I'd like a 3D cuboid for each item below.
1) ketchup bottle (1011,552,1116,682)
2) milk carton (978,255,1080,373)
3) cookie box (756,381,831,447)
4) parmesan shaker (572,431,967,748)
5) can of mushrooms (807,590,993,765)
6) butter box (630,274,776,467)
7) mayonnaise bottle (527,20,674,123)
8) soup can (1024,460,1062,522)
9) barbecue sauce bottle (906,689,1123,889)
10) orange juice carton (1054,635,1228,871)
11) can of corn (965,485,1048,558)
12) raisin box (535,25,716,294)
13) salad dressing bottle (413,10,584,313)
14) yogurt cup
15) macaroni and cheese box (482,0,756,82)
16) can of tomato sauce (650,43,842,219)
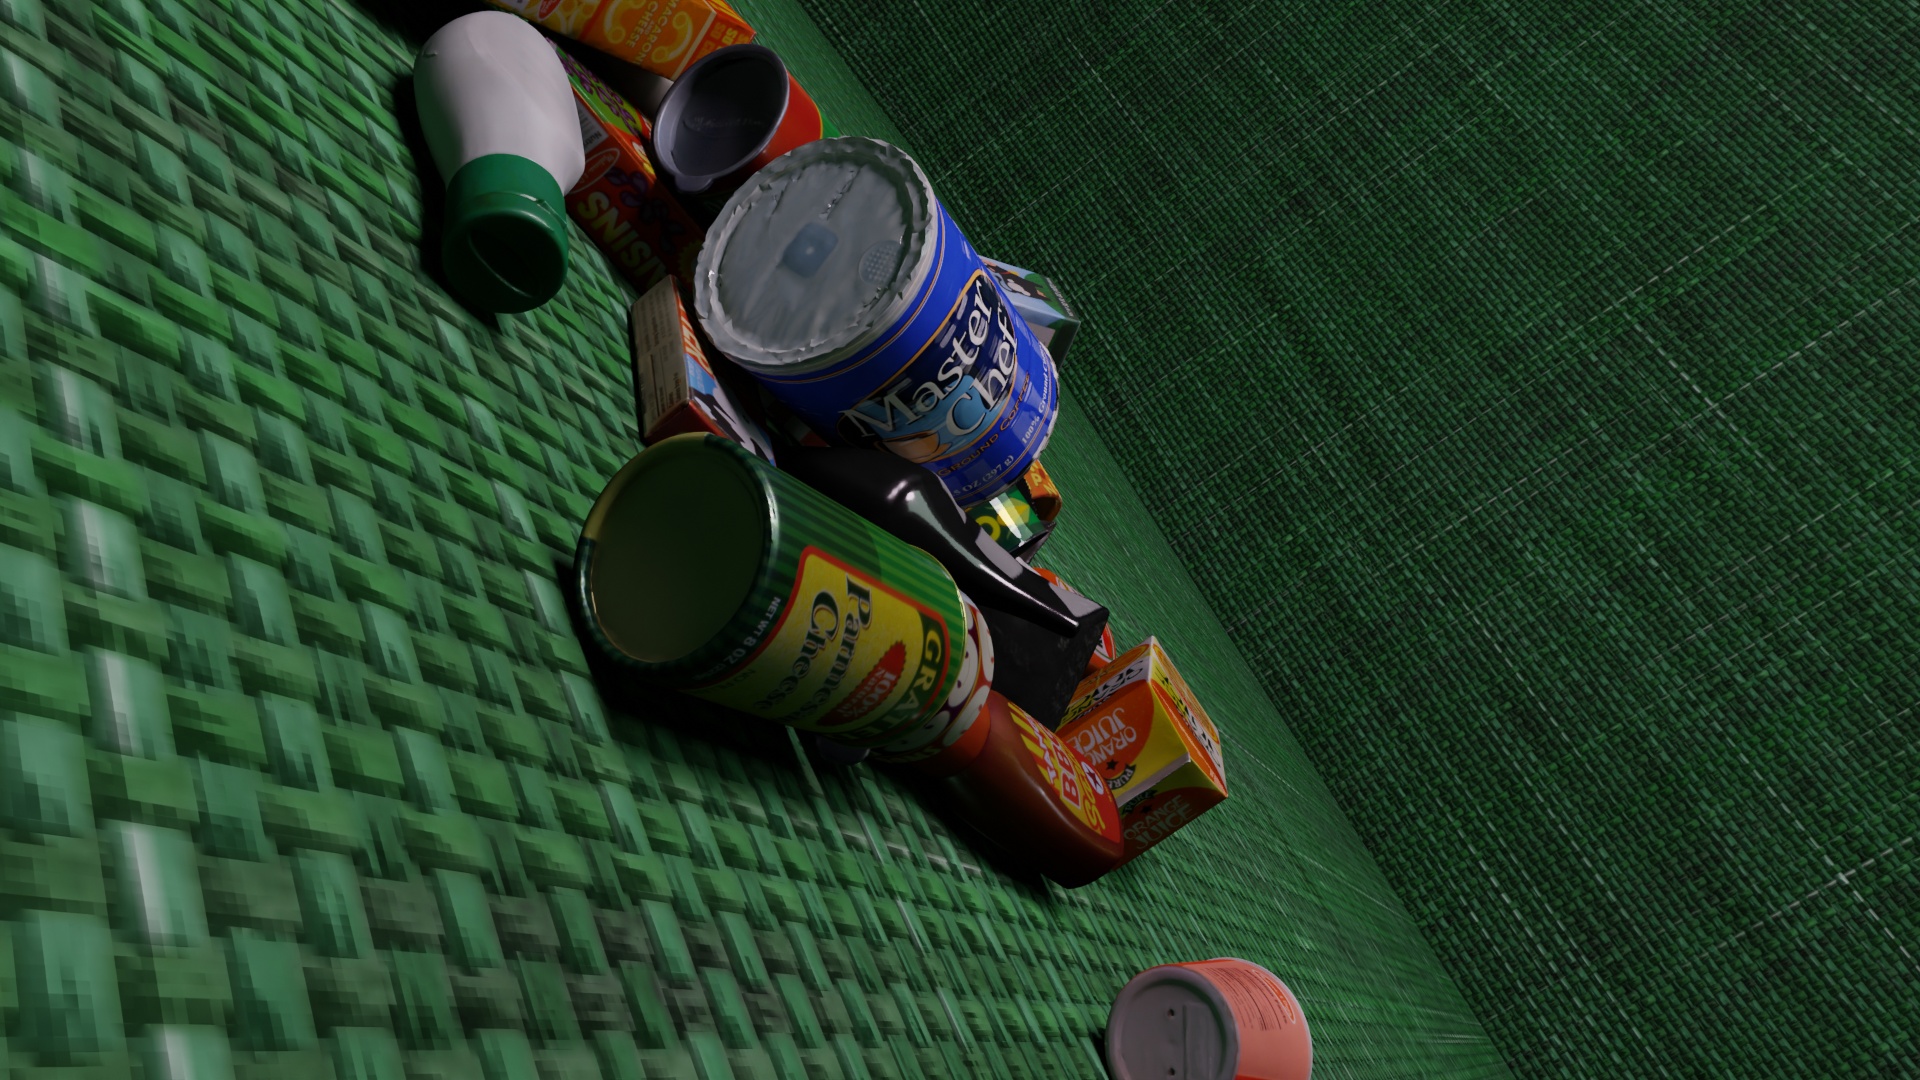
[{"bbox_3d":[0.048,0.045,0.837,0.148,0.043,0.065,37,29,-58],"label":"ketchup bottle"},{"bbox_3d":[-0.028,-0.149,0.892,0.191,0.073,0.072,12,30,-23],"label":"milk carton"},{"bbox_3d":[-0.084,-0.109,0.726,0.122,0.040,0.168,45,15,-45],"label":"cookie box"},{"bbox_3d":[-0.052,0.020,0.393,0.103,0.071,0.071,32,25,-57],"label":"parmesan shaker"},{"bbox_3d":[-0.025,0.041,0.458,0.071,0.071,0.033,60,10,27],"label":"can of mushrooms"},{"bbox_3d":[-0.100,-0.057,0.535,0.053,0.024,0.104,48,12,-37],"label":"butter box"},{"bbox_3d":[-0.137,-0.204,0.670,0.148,0.041,0.065,36,12,-8],"label":"mayonnaise bottle"},{"bbox_3d":[0.022,-0.044,0.923,0.084,0.071,0.071,60,11,23],"label":"soup can"},{"bbox_3d":[0.013,0.087,0.540,0.148,0.043,0.065,43,17,-48],"label":"barbecue sauce bottle"},{"bbox_3d":[0.093,0.113,0.744,0.073,0.071,0.193,55,10,1],"label":"orange juice carton"},{"bbox_3d":[0.003,-0.009,0.739,0.058,0.071,0.071,56,10,6],"label":"can of corn"},{"bbox_3d":[-0.148,-0.162,0.604,0.123,0.040,0.086,50,10,-29],"label":"raisin box"},{"bbox_3d":[-0.154,-0.129,0.467,0.064,0.044,0.148,49,13,-41],"label":"salad dressing bottle"},{"bbox_3d":[0.090,0.189,0.519,0.054,0.072,0.072,30,26,-49],"label":"yogurt cup"},{"bbox_3d":[-0.181,-0.255,0.578,0.124,0.040,0.167,48,21,23],"label":"macaroni and cheese box"},{"bbox_3d":[-0.082,-0.159,0.599,0.071,0.071,0.083,61,11,30],"label":"can of tomato sauce"}]
